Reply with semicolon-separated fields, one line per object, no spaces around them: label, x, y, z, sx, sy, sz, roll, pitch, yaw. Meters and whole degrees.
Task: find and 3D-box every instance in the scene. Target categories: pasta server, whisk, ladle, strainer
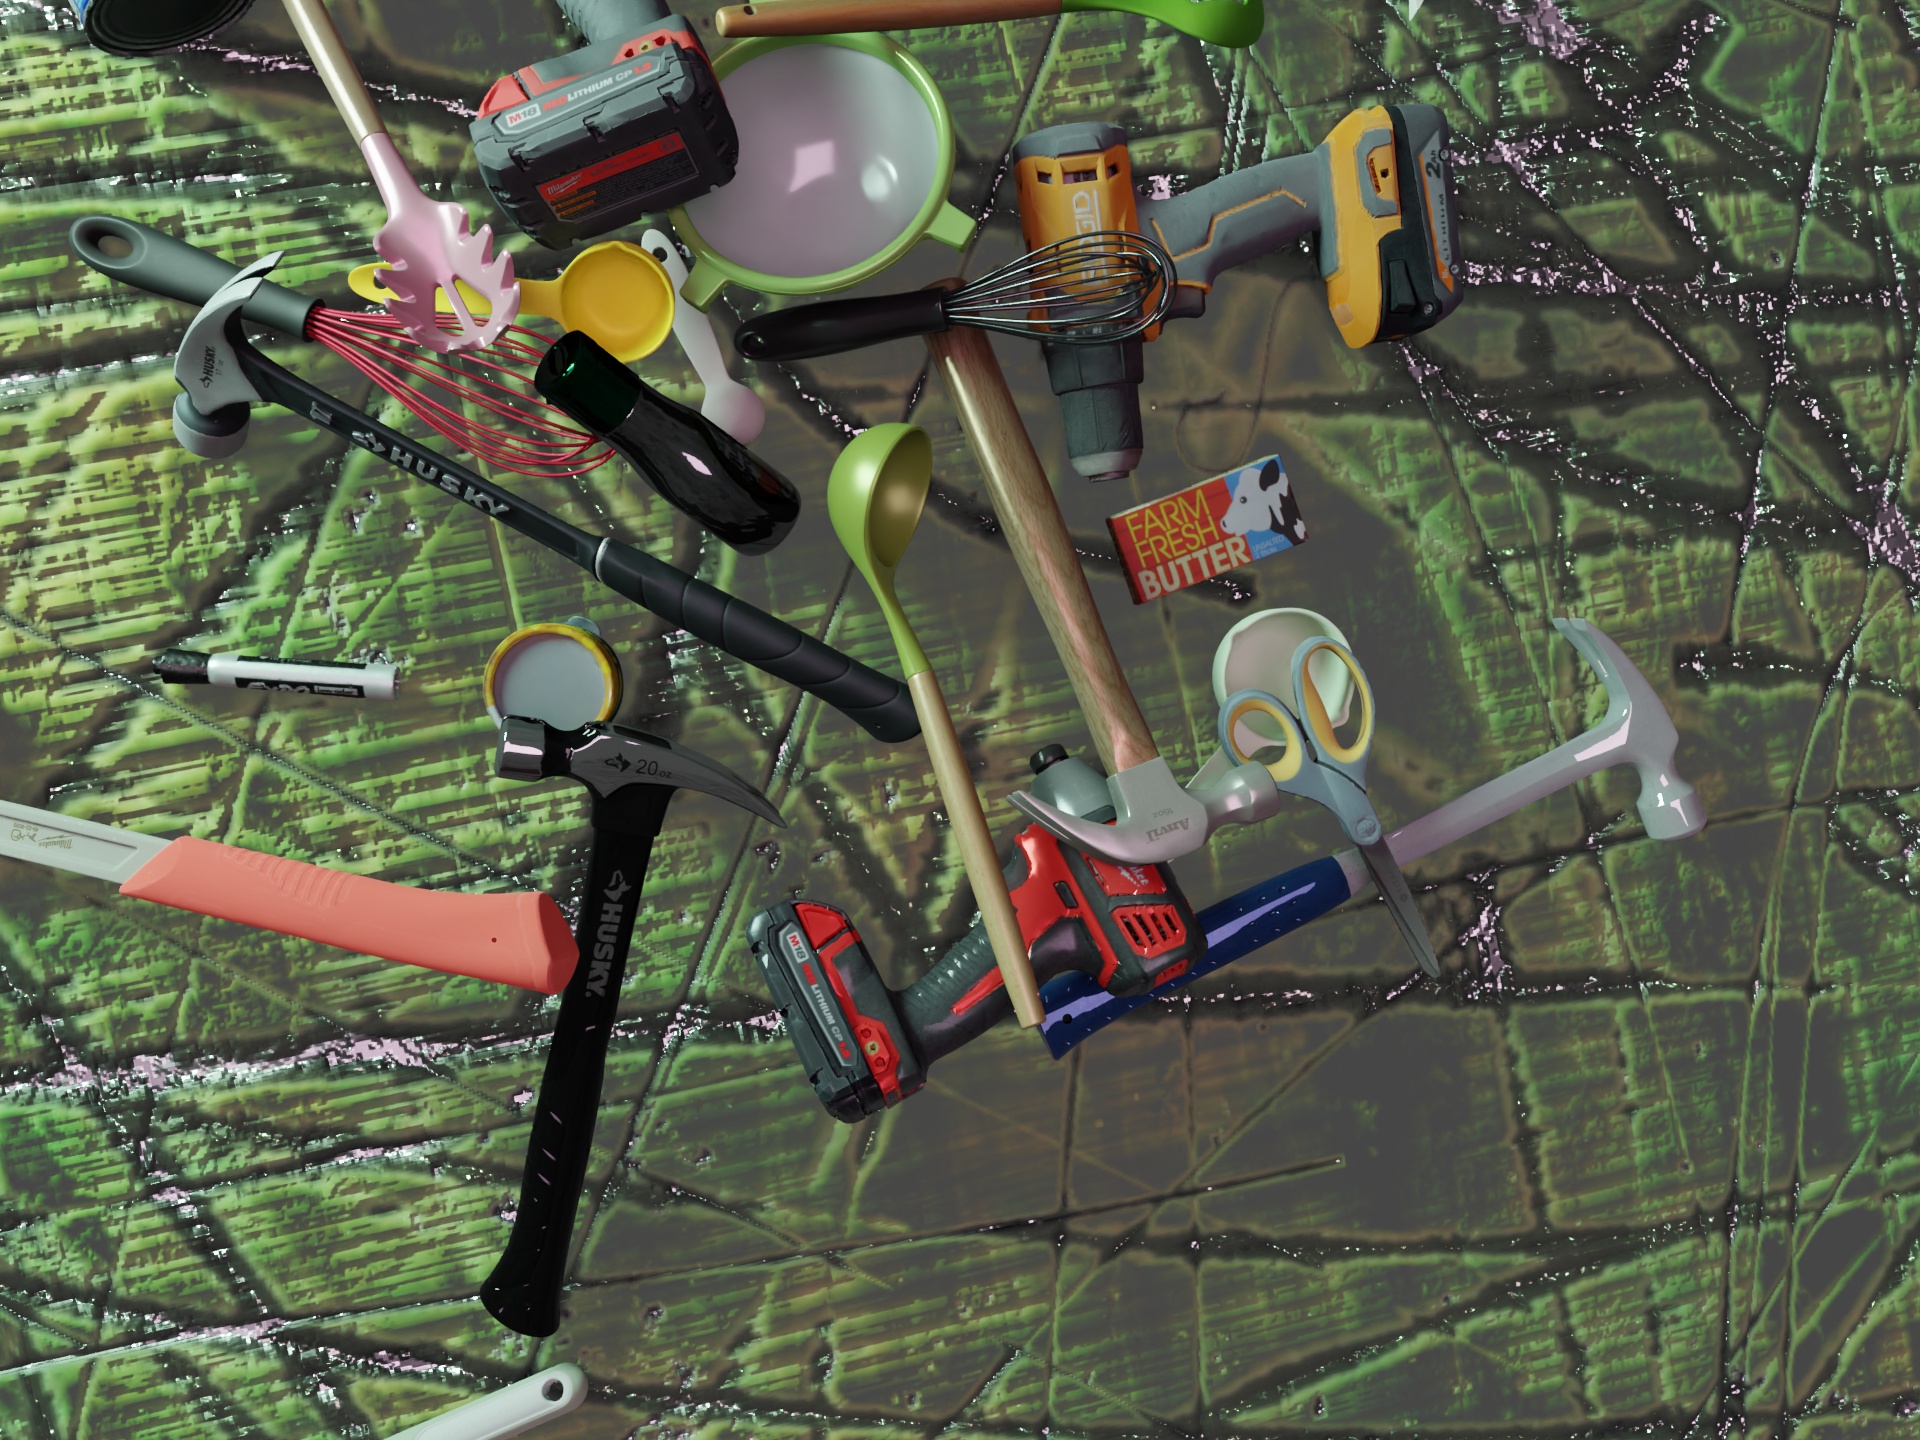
pasta server;-0.292;-0.302;0.758;0.060;0.040;0.316;-27;80;-12
whisk;-0.316;0.399;0.841;0.246;0.059;0.058;-20;68;-10
ladle;-0.001;-0.003;0.813;0.062;0.078;0.320;-21;78;12
whisk;-0.007;-0.209;0.818;0.239;0.055;0.055;-4;94;18
whisk;-0.310;-0.196;0.808;0.296;0.073;0.073;21;90;-2
strainer;-0.086;-0.328;0.835;0.151;0.069;0.256;-13;77;3

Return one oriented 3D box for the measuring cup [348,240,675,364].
measuring cup;-0.218;-0.212;0.784;0.156;0.029;0.062;4;118;-5

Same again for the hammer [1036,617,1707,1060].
hammer;0.223;0.078;0.902;0.405;0.035;0.144;-25;96;-6

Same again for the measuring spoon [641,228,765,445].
measuring spoon;-0.140;-0.205;0.848;0.034;0.018;0.124;-25;95;-6

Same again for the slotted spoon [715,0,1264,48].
slotted spoon;0.027;-0.367;0.814;0.313;0.031;0.070;-14;72;-22

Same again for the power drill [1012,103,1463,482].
power drill;0.147;-0.232;0.857;0.226;0.084;0.185;-8;96;-3

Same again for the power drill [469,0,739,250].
power drill;-0.219;-0.351;0.779;0.188;0.080;0.227;-20;76;2

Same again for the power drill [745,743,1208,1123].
power drill;0.006;0.109;0.842;0.219;0.078;0.143;-24;71;-9

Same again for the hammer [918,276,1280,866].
hammer;0.045;-0.080;0.836;0.130;0.031;0.331;-20;82;-14

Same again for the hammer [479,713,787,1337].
hammer;-0.191;0.167;0.825;0.146;0.035;0.334;10;101;-19

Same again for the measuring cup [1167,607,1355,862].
measuring cup;0.152;0.011;0.890;0.083;0.038;0.167;36;92;-9

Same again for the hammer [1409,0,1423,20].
hammer;0.054;-0.448;0.823;0.410;0.038;0.146;1;77;-7

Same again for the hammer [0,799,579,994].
hammer;-0.363;0.088;0.777;0.359;0.036;0.149;12;90;8

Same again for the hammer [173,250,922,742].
hammer;-0.194;-0.093;0.806;0.408;0.149;0.036;28;57;-15
